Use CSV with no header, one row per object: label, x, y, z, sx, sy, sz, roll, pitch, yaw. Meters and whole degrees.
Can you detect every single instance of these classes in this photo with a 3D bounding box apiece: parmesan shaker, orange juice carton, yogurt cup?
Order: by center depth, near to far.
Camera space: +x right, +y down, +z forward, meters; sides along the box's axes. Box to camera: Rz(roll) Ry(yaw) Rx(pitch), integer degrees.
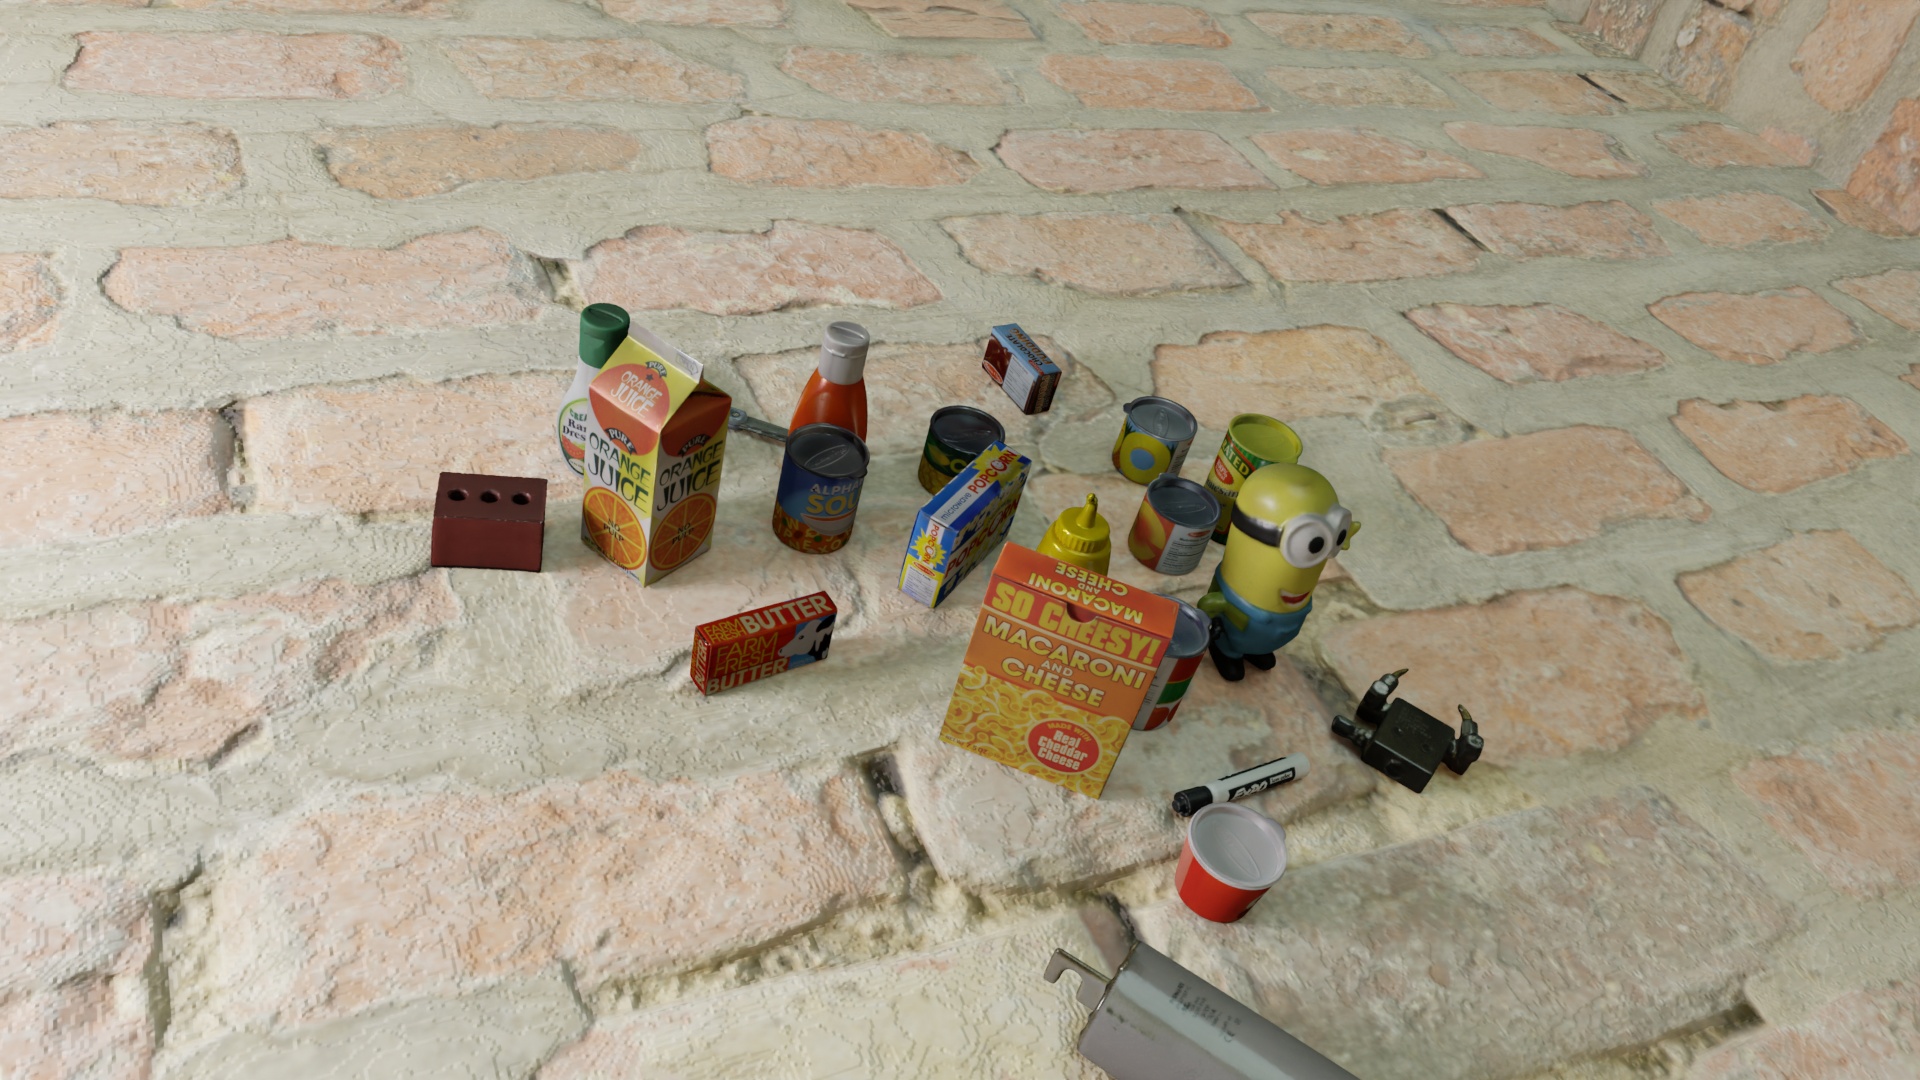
yogurt cup,0.177,0.218,0.928,0.072,0.053,0.073,10,40,-8
orange juice carton,-0.222,-0.066,1.012,0.072,0.191,0.073,34,43,20
parmesan shaker,0.252,-0.050,1.223,0.071,0.102,0.072,10,40,-8

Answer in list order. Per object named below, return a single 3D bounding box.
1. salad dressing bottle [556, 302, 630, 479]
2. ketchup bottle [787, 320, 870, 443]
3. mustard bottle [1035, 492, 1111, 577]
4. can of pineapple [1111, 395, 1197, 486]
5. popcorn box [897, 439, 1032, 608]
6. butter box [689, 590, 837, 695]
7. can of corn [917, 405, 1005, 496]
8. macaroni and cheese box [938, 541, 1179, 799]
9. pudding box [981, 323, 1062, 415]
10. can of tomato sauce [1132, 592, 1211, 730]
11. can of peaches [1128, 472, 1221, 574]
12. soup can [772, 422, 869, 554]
salad dressing bottle,-0.281,-0.115,1.083,0.064,0.146,0.044,21,40,6
ketchup bottle,-0.104,-0.108,1.134,0.065,0.148,0.044,19,40,3
mustard bottle,0.081,0.024,1.036,0.065,0.159,0.049,17,40,1
can of pineapple,0.177,-0.092,1.281,0.071,0.057,0.071,10,40,-8
popcorn box,0.004,-0.014,1.112,0.038,0.084,0.127,29,41,15
butter box,-0.140,0.073,0.988,0.104,0.052,0.024,-15,49,-32
can of corn,0.001,-0.073,1.199,0.071,0.058,0.071,10,40,-8
macaroni and cheese box,0.064,0.092,0.946,0.124,0.165,0.040,20,40,4
pudding box,0.058,-0.165,1.332,0.030,0.049,0.084,-14,49,-32
can of tomato sauce,0.144,0.091,1.040,0.071,0.082,0.071,10,40,-8
can of peaches,0.182,-0.014,1.193,0.071,0.057,0.071,10,40,-8
soup can,-0.110,-0.039,1.103,0.071,0.083,0.072,10,40,-8
